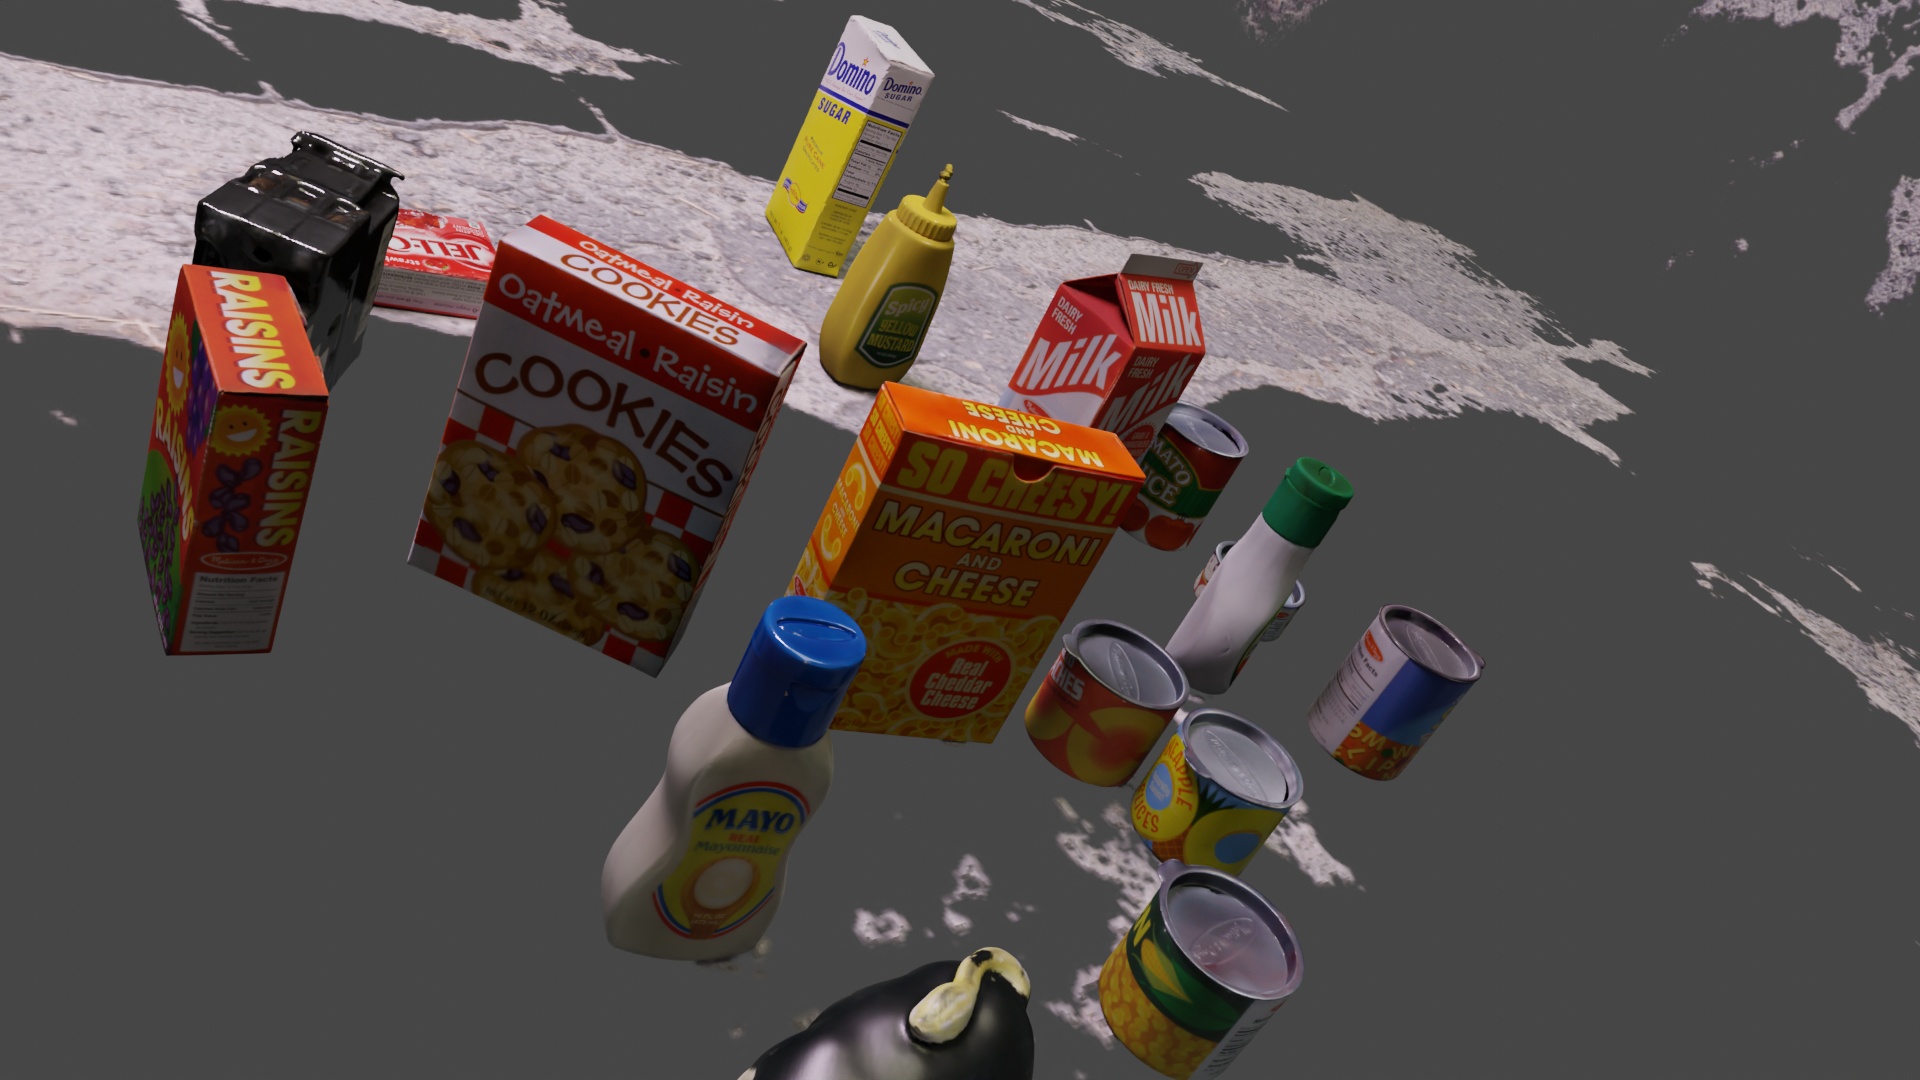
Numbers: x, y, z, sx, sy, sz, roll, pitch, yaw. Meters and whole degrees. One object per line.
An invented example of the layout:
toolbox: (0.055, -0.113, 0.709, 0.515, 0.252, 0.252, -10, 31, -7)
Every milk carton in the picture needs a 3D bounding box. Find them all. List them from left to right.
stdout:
milk carton: (0.083, -0.093, 0.859, 0.072, 0.189, 0.073, -5, 42, -44)

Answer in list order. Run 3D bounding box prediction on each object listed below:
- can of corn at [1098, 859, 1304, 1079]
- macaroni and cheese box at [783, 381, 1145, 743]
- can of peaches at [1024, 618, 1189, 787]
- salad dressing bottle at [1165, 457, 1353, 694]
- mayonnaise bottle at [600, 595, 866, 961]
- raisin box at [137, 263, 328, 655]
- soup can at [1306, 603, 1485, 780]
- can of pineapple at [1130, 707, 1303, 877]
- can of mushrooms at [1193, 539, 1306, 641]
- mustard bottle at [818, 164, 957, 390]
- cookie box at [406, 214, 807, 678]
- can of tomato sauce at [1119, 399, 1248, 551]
can of corn: (0.096, 0.177, 0.575, 0.071, 0.058, 0.071, 21, 30, -12)
macaroni and cheese box: (-0.008, 0.018, 0.632, 0.124, 0.165, 0.040, 10, 34, -29)
can of peaches: (0.071, 0.082, 0.706, 0.071, 0.057, 0.071, 21, 30, -12)
salad dressing bottle: (0.170, 0.021, 0.794, 0.044, 0.147, 0.064, 31, 29, 5)
mayonnaise bottle: (-0.077, 0.086, 0.485, 0.065, 0.147, 0.041, 11, 33, -28)
raisin box: (-0.277, -0.029, 0.526, 0.040, 0.122, 0.086, 1, 38, -39)
soup can: (0.257, 0.091, 0.820, 0.071, 0.083, 0.072, 21, 30, -12)
can of pineapple: (0.123, 0.125, 0.681, 0.071, 0.057, 0.071, 21, 30, -12)
can of mushrooms: (0.188, 0.032, 0.909, 0.071, 0.033, 0.071, 21, 30, -12)
mustard bottle: (-0.040, -0.176, 0.919, 0.065, 0.159, 0.049, 2, 38, -38)
cookie box: (-0.154, -0.037, 0.596, 0.123, 0.166, 0.040, 26, 29, -3)
can of tomato sauce: (0.144, -0.044, 0.942, 0.071, 0.082, 0.071, 21, 30, -12)
